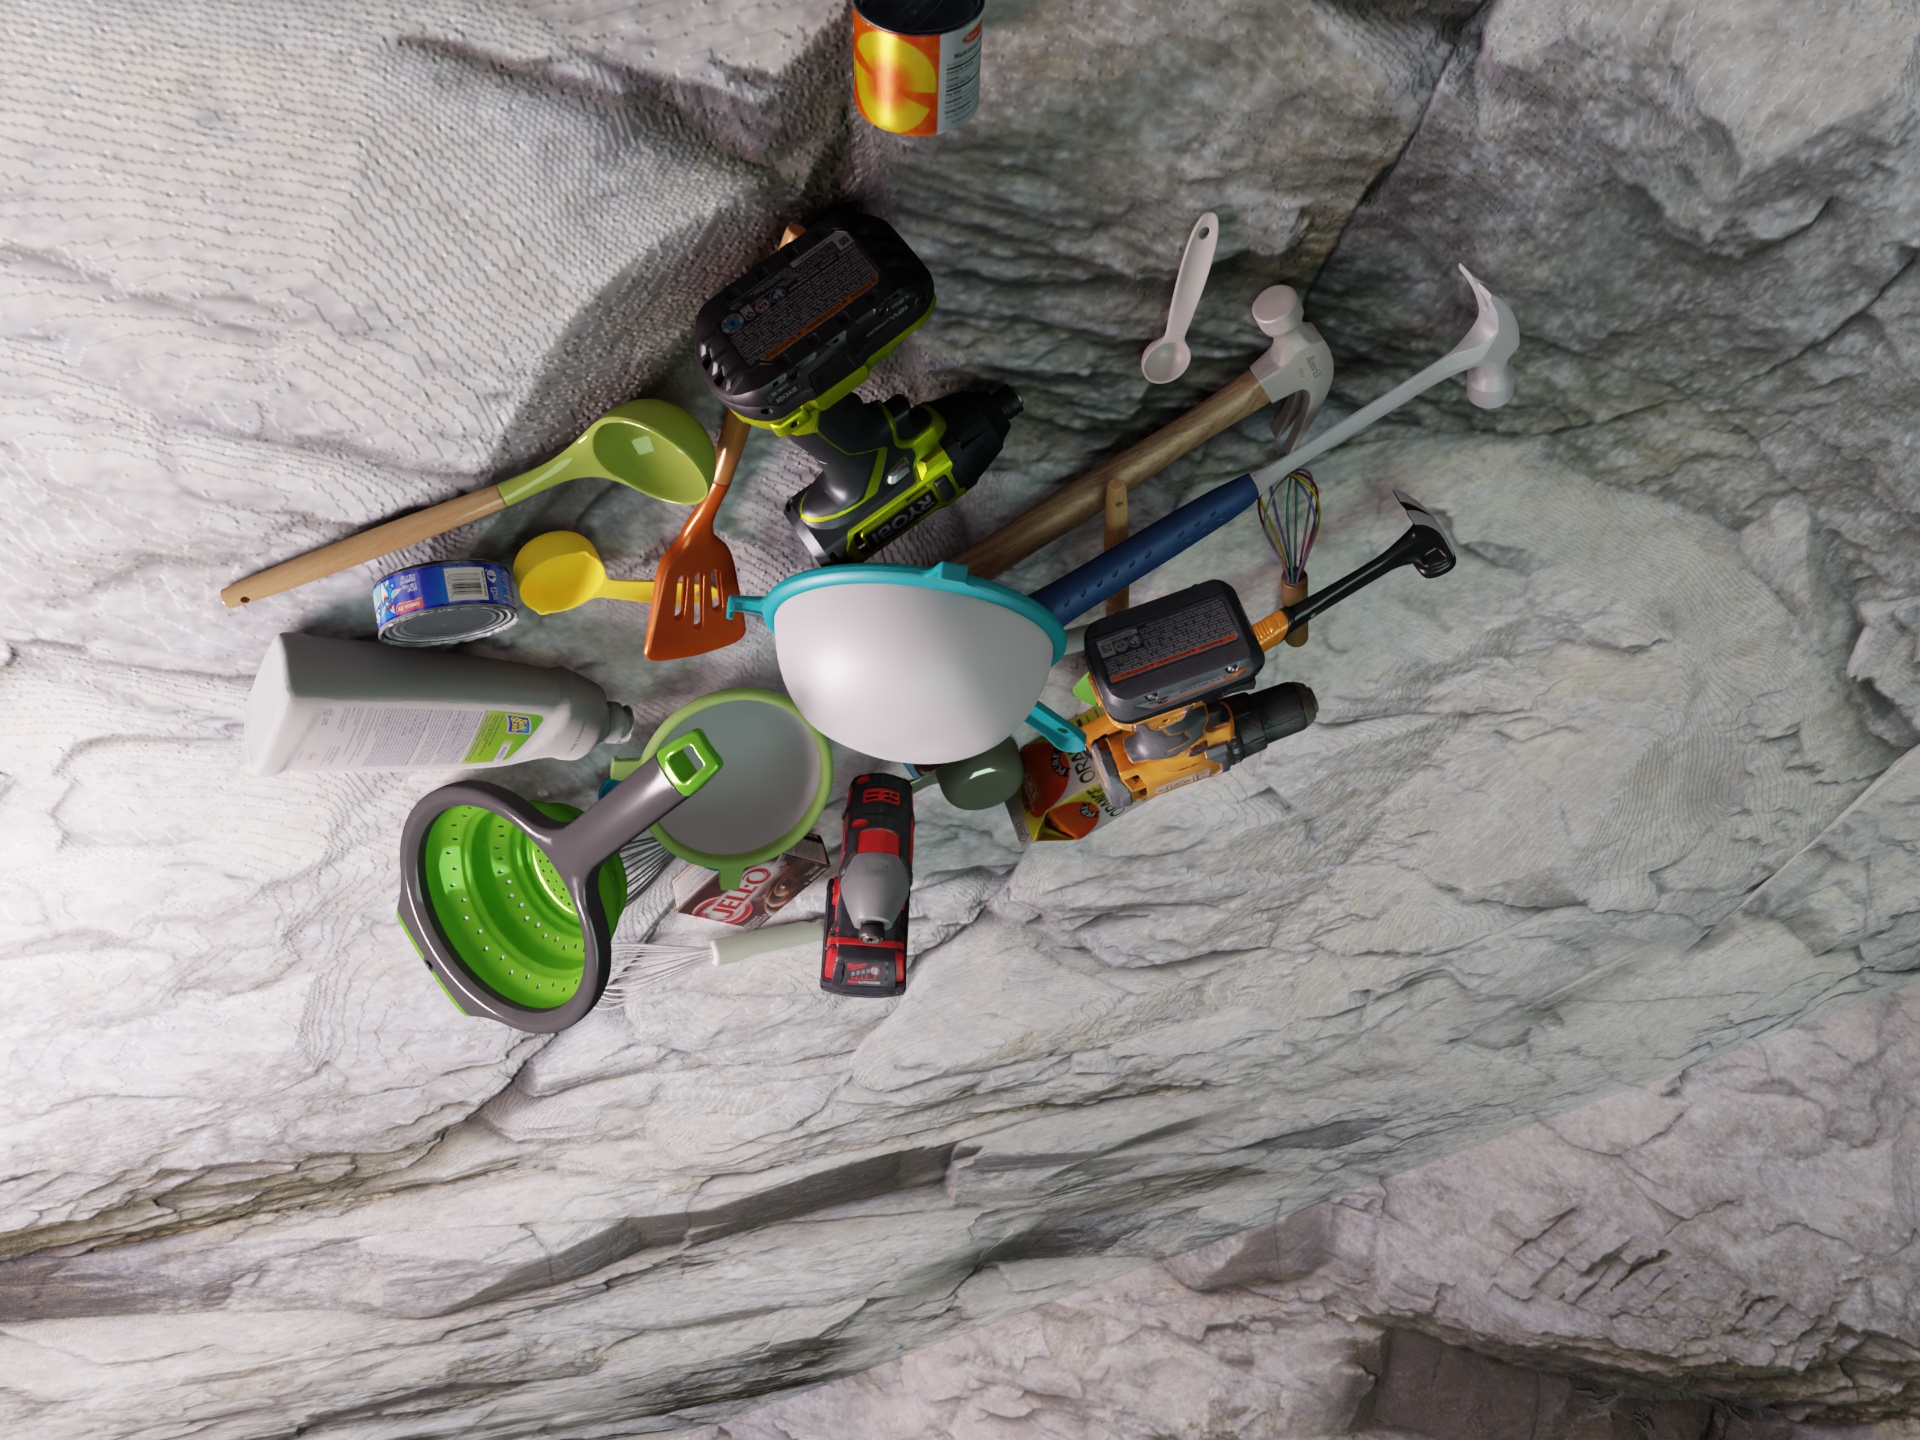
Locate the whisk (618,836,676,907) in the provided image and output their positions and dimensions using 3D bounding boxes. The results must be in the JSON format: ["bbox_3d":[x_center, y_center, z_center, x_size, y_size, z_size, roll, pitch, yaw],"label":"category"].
[{"bbox_3d":[-0.229,0.094,1.312,0.239,0.055,0.055,-32,144,6],"label":"whisk"}]

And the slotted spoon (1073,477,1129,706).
[{"bbox_3d":[0.119,-0.087,1.230,0.070,0.031,0.313,-16,151,-4],"label":"slotted spoon"}]

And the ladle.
[{"bbox_3d":[-0.303,-0.120,0.972,0.320,0.062,0.078,-20,146,2],"label":"ladle"}]

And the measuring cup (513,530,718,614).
[{"bbox_3d":[-0.230,-0.098,1.074,0.156,0.029,0.062,1,141,-47],"label":"measuring cup"}]

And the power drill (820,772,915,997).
[{"bbox_3d":[-0.077,0.154,1.369,0.078,0.143,0.219,4,149,-4],"label":"power drill"}]

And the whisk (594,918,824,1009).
[{"bbox_3d":[-0.236,0.218,1.473,0.246,0.059,0.058,-9,-178,-24],"label":"whisk"}]

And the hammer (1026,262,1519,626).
[{"bbox_3d":[0.214,-0.174,1.118,0.405,0.035,0.144,-31,151,2],"label":"hammer"}]

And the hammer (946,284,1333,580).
[{"bbox_3d":[0.116,-0.175,1.140,0.331,0.031,0.129,-32,144,15],"label":"hammer"}]

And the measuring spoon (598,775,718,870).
[{"bbox_3d":[-0.237,0.081,1.276,0.042,0.021,0.128,-41,121,11],"label":"measuring spoon"}]

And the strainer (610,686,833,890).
[{"bbox_3d":[-0.137,0.000,1.224,0.256,0.069,0.151,-40,121,-2],"label":"strainer"}]

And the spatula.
[{"bbox_3d":[-0.141,-0.166,1.007,0.081,0.041,0.322,-16,147,-37],"label":"spatula"}]

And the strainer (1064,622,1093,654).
[{"bbox_3d":[0.060,-0.056,1.223,0.258,0.050,0.086,-14,148,15],"label":"strainer"}]

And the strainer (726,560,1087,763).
[{"bbox_3d":[-0.002,-0.004,1.135,0.211,0.095,0.340,-5,158,33],"label":"strainer"}]

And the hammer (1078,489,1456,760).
[{"bbox_3d":[0.235,-0.065,1.280,0.337,0.034,0.127,-33,154,18],"label":"hammer"}]

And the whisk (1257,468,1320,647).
[{"bbox_3d":[0.265,-0.130,1.281,0.047,0.051,0.244,-4,151,11],"label":"whisk"}]

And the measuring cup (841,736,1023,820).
[{"bbox_3d":[-0.023,0.065,1.383,0.167,0.038,0.083,-24,145,4],"label":"measuring cup"}]

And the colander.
[{"bbox_3d":[-0.272,0.093,1.172,0.397,0.204,0.094,-34,180,38],"label":"colander"}]

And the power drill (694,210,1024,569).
[{"bbox_3d":[-0.053,-0.195,0.969,0.171,0.080,0.223,-36,154,0],"label":"power drill"}]

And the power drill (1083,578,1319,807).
[{"bbox_3d":[0.186,-0.018,1.212,0.185,0.084,0.226,-19,154,0],"label":"power drill"}]

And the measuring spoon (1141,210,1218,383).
[{"bbox_3d":[0.144,-0.277,1.037,0.034,0.018,0.124,-5,135,-20],"label":"measuring spoon"}]
